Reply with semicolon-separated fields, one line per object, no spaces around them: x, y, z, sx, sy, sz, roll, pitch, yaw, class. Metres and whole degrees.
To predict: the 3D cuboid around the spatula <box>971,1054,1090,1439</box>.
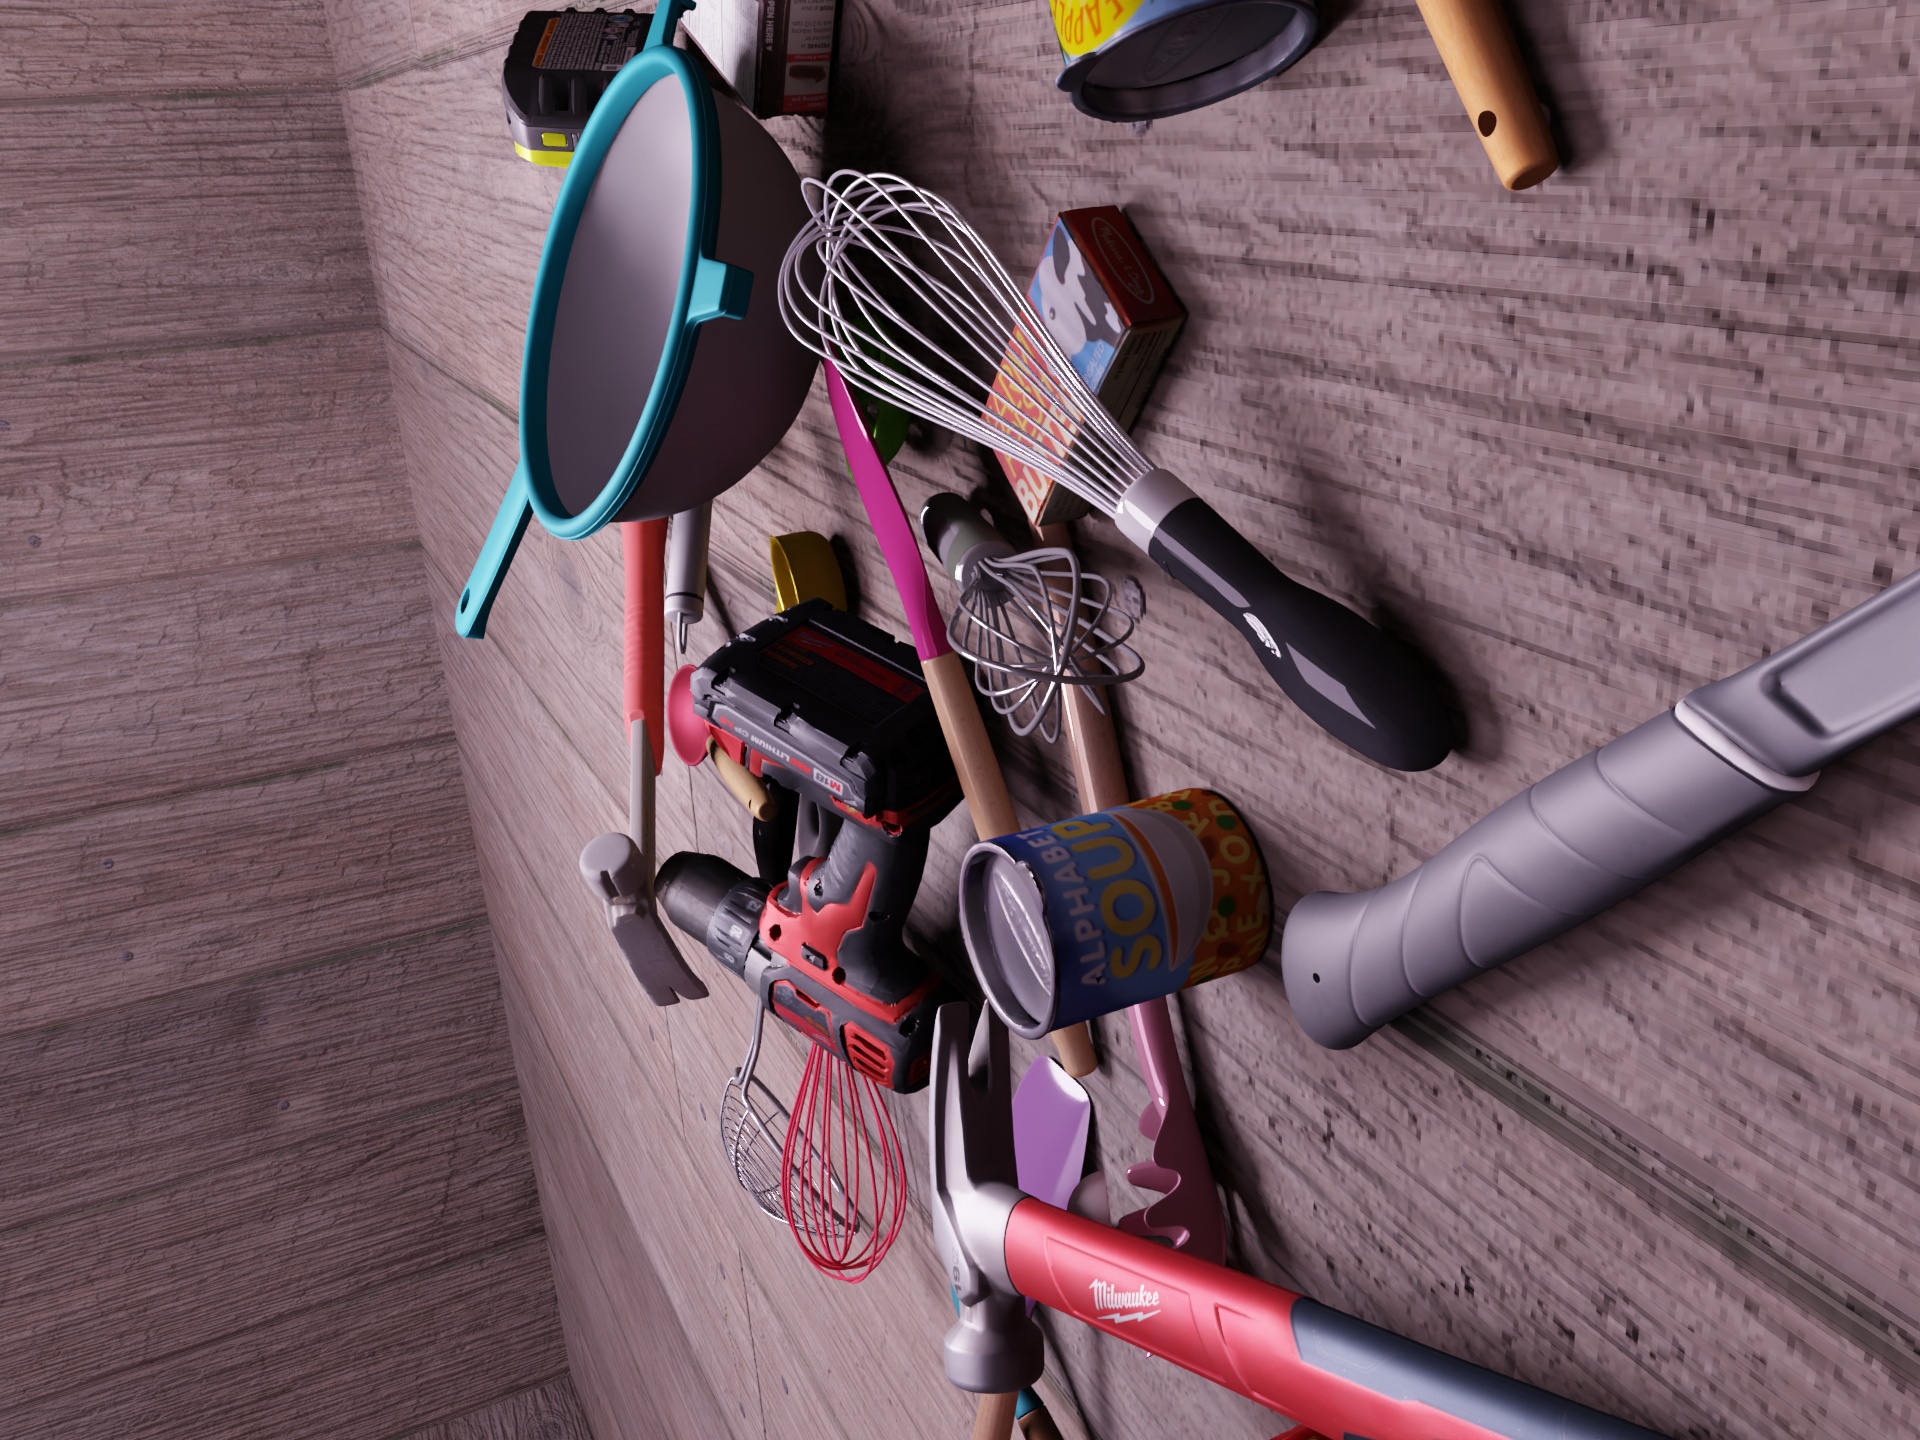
0.019;0.302;0.738;0.060;0.018;0.316;31;116;55;spatula

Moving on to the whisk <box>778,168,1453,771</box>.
0.038;-0.081;0.481;0.285;0.070;0.070;46;144;26;whisk

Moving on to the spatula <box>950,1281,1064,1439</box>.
0.055;0.346;0.750;0.318;0.044;0.082;60;151;25;spatula

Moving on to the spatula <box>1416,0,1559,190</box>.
0.069;-0.268;0.378;0.081;0.041;0.323;-40;66;63;spatula

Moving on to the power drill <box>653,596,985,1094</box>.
-0.076;0.058;0.760;0.188;0.080;0.226;28;134;27;power drill

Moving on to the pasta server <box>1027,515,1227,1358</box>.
0.055;0.073;0.589;0.060;0.040;0.316;146;113;-89;pasta server

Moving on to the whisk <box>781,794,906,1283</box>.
-0.071;0.179;0.908;0.073;0.073;0.296;-169;75;-65;whisk

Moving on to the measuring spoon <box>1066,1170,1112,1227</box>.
0.051;0.208;0.645;0.124;0.018;0.034;83;-179;-65;measuring spoon

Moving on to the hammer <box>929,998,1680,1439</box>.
0.105;0.170;0.454;0.386;0.038;0.143;-4;88;57;hammer

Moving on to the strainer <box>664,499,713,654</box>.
-0.131;-0.153;0.815;0.086;0.050;0.259;107;166;-69;strainer

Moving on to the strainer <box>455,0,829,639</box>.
-0.148;-0.140;0.745;0.340;0.095;0.211;-49;44;42;strainer

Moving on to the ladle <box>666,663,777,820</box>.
-0.146;0.018;0.974;0.316;0.031;0.069;-148;60;-70;ladle

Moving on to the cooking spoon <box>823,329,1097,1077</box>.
-0.001;-0.002;0.640;0.069;0.017;0.319;-96;-14;-82;cooking spoon

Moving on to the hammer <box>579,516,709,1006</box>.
-0.193;-0.008;0.985;0.149;0.036;0.359;77;-177;-51;hammer

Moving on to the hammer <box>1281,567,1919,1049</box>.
0.167;0.000;0.302;0.149;0.036;0.408;68;156;18;hammer

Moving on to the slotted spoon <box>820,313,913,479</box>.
-0.086;-0.215;0.773;0.314;0.031;0.070;58;143;42;slotted spoon

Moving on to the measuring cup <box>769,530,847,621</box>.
-0.084;-0.057;0.864;0.156;0.029;0.062;118;135;-73;measuring cup

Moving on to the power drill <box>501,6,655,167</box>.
-0.192;-0.246;0.864;0.191;0.080;0.228;-96;7;-49;power drill

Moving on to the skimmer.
-0.091;0.151;0.972;0.127;0.090;0.363;-138;51;-60;skimmer

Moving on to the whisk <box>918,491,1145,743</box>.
0.011;-0.049;0.556;0.246;0.059;0.057;-118;34;-70;whisk
